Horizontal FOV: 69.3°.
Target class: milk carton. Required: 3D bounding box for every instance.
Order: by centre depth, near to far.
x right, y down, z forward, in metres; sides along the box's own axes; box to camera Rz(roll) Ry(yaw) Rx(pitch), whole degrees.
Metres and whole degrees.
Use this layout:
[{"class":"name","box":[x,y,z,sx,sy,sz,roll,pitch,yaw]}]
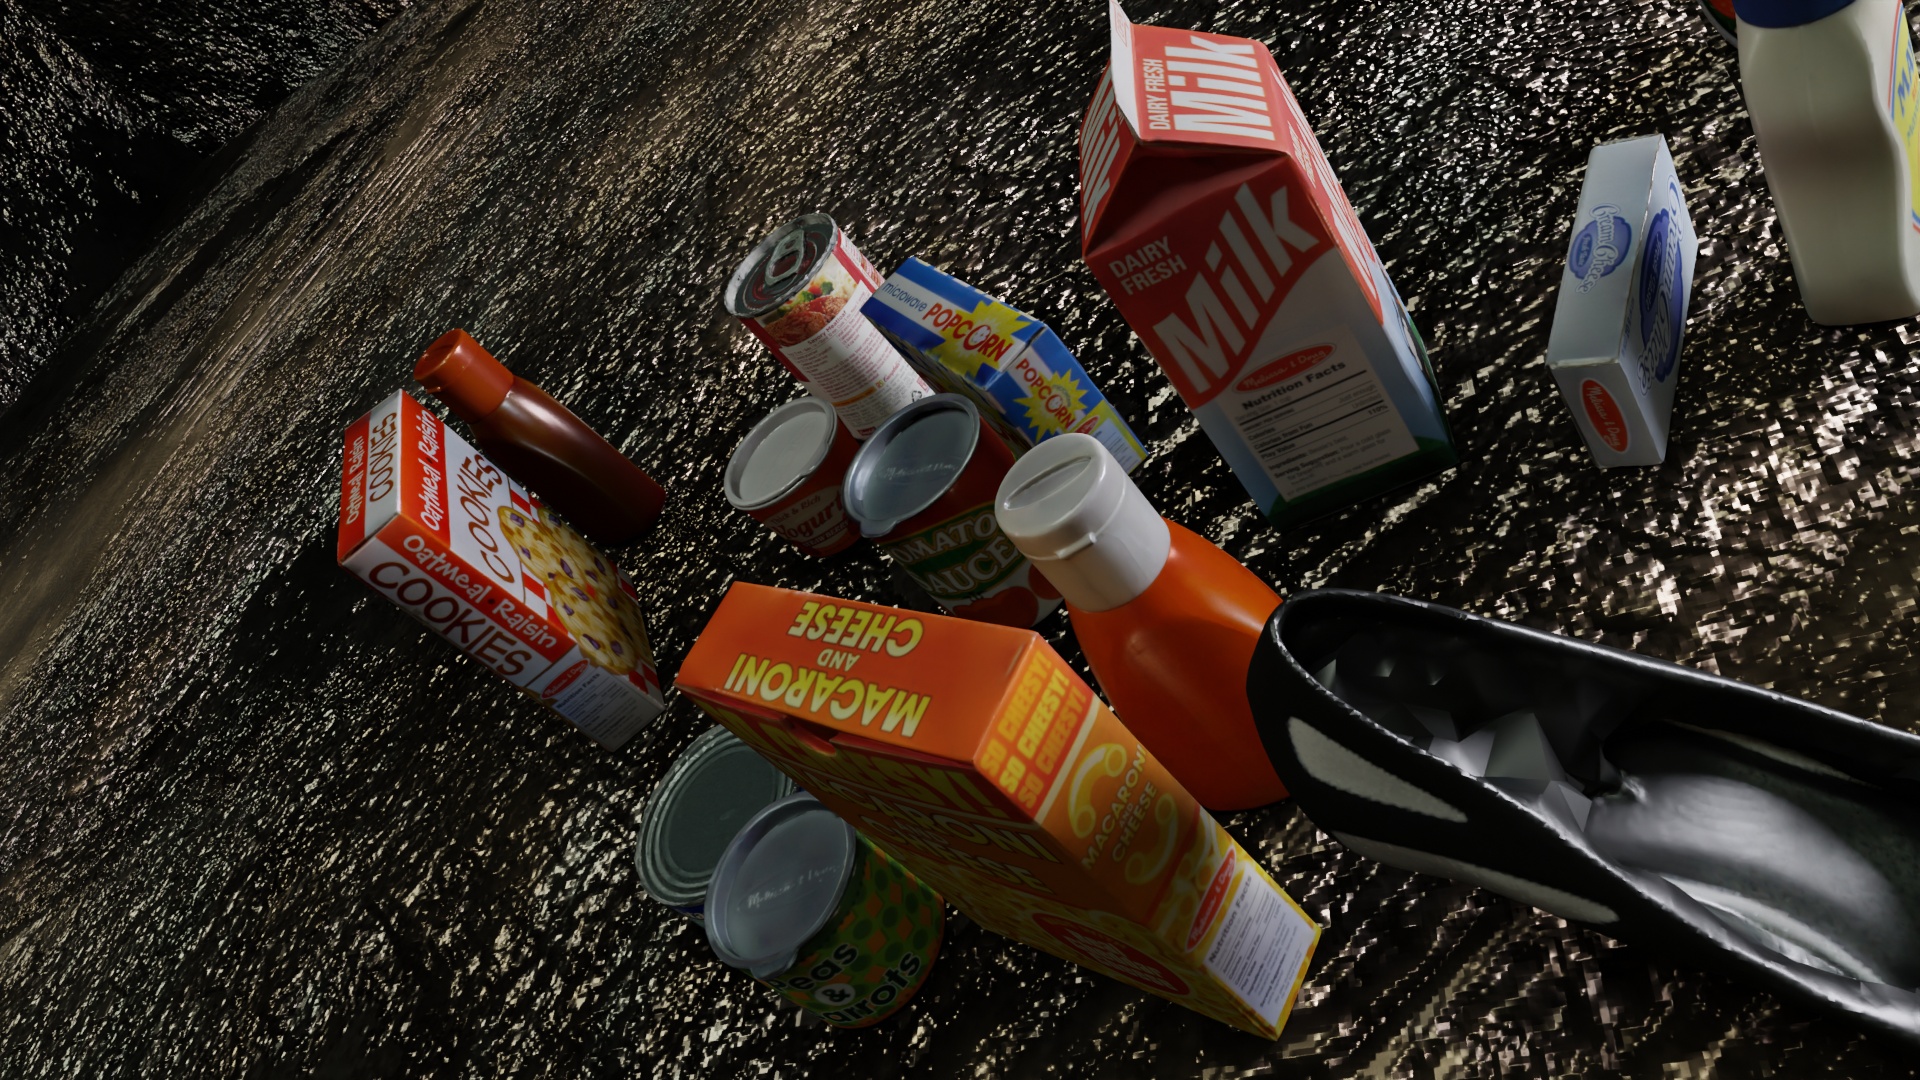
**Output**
[{"class":"milk carton","box":[0.098,-0.095,0.476,0.073,0.190,0.073,-23,41,25]}]

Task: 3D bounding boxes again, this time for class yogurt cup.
[{"class":"yogurt cup","box":[-0.074,-0.029,0.681,0.072,0.054,0.073,-25,41,23]}]

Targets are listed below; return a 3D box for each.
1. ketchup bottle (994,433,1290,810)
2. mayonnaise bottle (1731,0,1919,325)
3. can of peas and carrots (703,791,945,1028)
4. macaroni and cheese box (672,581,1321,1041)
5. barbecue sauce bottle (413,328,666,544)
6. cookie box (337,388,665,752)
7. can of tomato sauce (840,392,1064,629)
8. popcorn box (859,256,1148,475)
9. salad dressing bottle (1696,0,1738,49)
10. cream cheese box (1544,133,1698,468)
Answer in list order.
[{"class":"ketchup bottle","box":[0.065,0.027,0.422,0.064,0.148,0.044,-30,39,18]},{"class":"mayonnaise bottle","box":[0.254,-0.132,0.405,0.041,0.147,0.065,-1,54,42]},{"class":"can of peas and carrots","box":[-0.047,0.134,0.495,0.071,0.058,0.071,-25,41,23]},{"class":"macaroni and cheese box","box":[0.013,0.079,0.404,0.123,0.166,0.040,6,59,46]},{"class":"barbecue sauce bottle","box":[-0.236,-0.056,0.778,0.065,0.148,0.044,-5,51,40]},{"class":"cookie box","box":[-0.225,0.015,0.682,0.040,0.167,0.123,-40,37,6]},{"class":"can of tomato sauce","box":[0.002,-0.007,0.567,0.071,0.083,0.071,-25,41,23]},{"class":"popcorn box","box":[0.016,-0.072,0.615,0.038,0.085,0.127,-46,37,-3]},{"class":"salad dressing bottle","box":[0.280,-0.241,0.488,0.064,0.147,0.044,16,67,49]},{"class":"cream cheese box","box":[0.222,-0.080,0.462,0.024,0.053,0.104,-3,52,41]}]
